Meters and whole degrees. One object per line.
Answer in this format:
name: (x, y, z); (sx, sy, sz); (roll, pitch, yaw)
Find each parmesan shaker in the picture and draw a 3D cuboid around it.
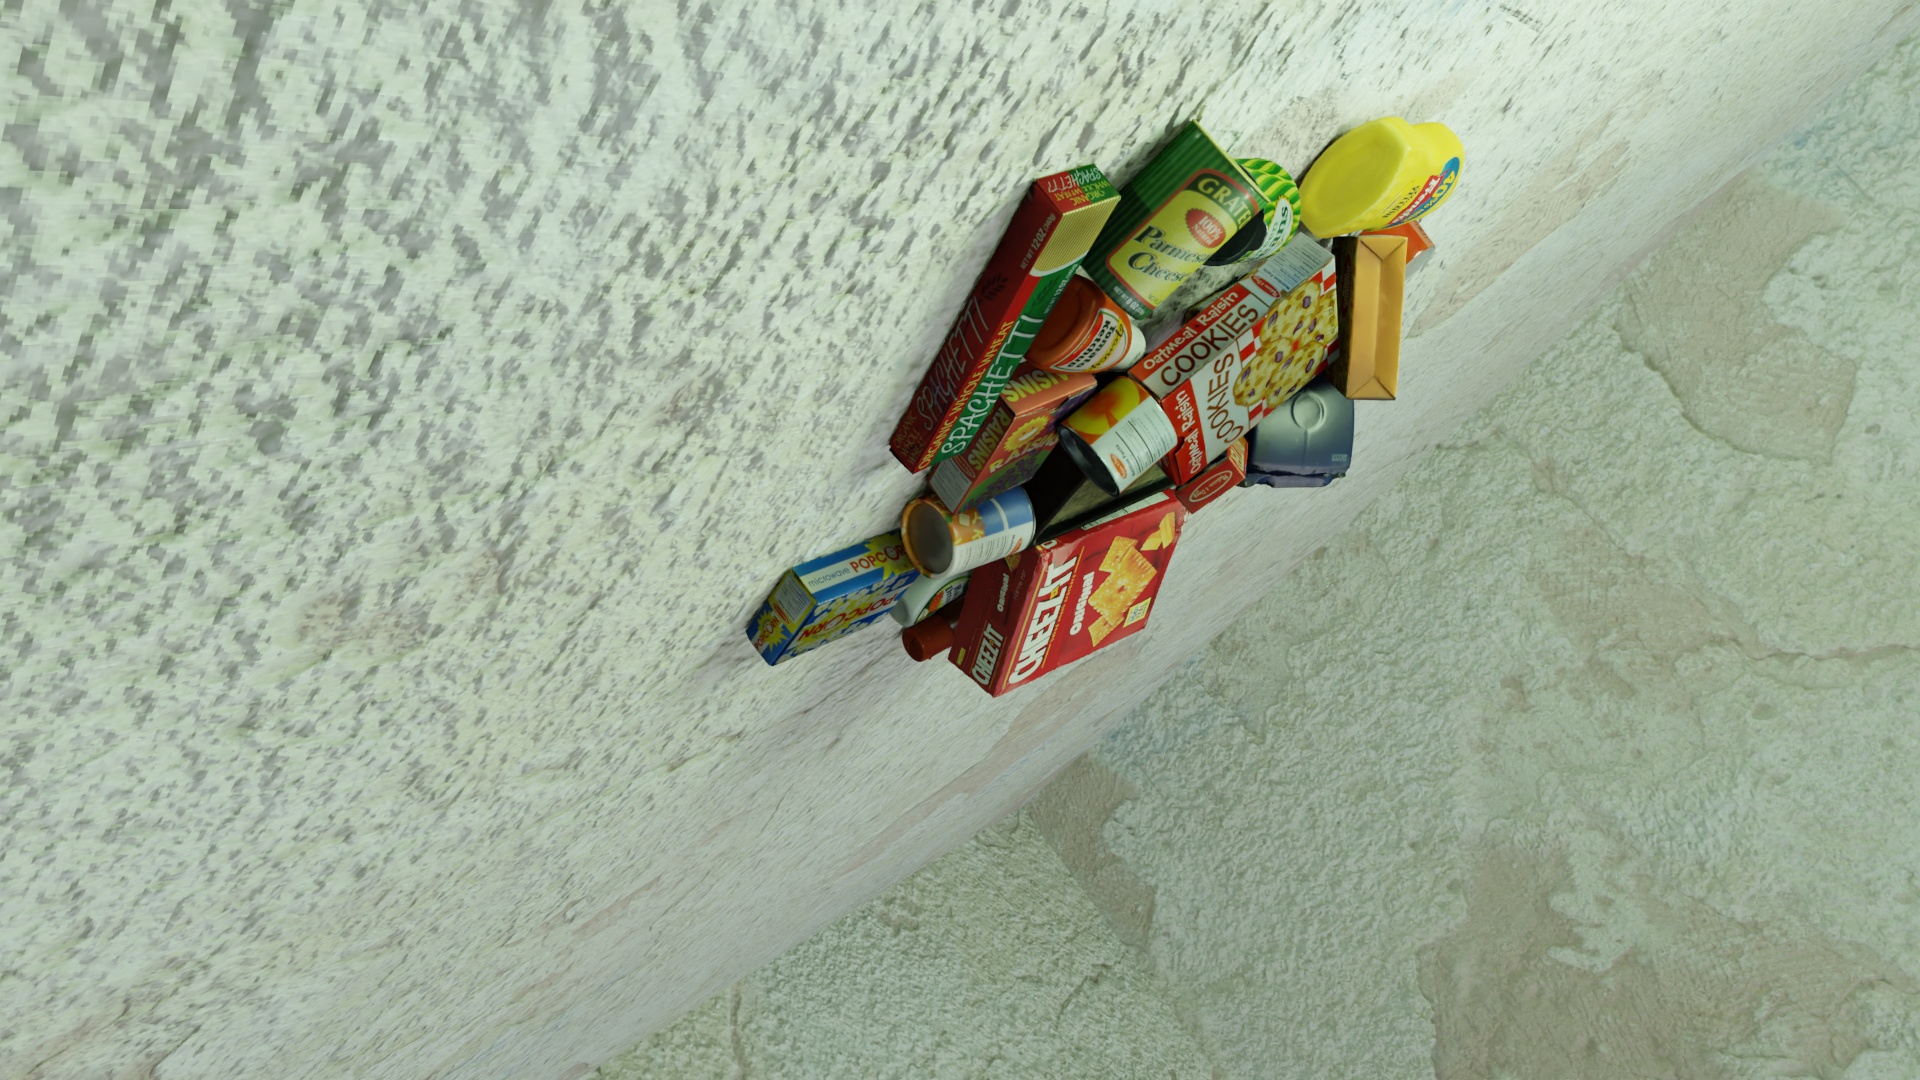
parmesan shaker: (0.124, -0.187, 0.824); (0.103, 0.071, 0.071); (-43, 164, 19)

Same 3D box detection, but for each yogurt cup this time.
yogurt cup: (0.382, -0.260, 1.231); (0.072, 0.054, 0.072); (-35, 165, -11)

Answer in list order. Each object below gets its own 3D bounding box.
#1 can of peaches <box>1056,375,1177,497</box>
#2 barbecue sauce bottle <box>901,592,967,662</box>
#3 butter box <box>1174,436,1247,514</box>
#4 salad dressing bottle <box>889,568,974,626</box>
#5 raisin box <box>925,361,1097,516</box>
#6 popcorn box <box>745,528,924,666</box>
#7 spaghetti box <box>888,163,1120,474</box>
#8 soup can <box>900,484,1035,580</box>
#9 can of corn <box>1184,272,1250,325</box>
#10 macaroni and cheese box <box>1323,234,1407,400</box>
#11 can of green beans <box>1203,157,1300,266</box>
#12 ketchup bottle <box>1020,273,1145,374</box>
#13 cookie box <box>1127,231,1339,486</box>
can of peaches: (0.110, -0.075, 0.987); (0.058, 0.071, 0.071); (-40, 165, -7)
barbecue sauce bottle: (0.009, 0.076, 1.398); (0.149, 0.044, 0.064); (-27, 162, -33)
butter box: (0.202, -0.059, 1.114); (0.053, 0.024, 0.104); (-36, -171, 22)
salad dressing bottle: (0.000, 0.022, 1.216); (0.148, 0.044, 0.064); (-30, 162, -28)
raisin box: (0.036, -0.078, 1.007); (0.086, 0.040, 0.122); (-25, 160, -36)
popcorn box: (-0.094, 0.043, 1.072); (0.127, 0.038, 0.084); (-21, 156, -47)
spaghetti box: (0.020, -0.126, 0.848); (0.050, 0.029, 0.248); (-25, 161, -36)
soup can: (0.004, -0.013, 1.075); (0.084, 0.071, 0.071); (-19, 156, -39)
can of corn: (0.221, -0.169, 1.107); (0.058, 0.071, 0.071); (-32, 164, -16)
macaroni and cheese box: (0.324, -0.184, 1.123); (0.040, 0.123, 0.167); (2, -167, 7)
can of green beans: (0.174, -0.209, 0.881); (0.058, 0.071, 0.071); (-19, 156, -50)
ketchup bottle: (0.086, -0.139, 0.933); (0.064, 0.043, 0.149); (-49, 163, 16)
cookie box: (0.206, -0.131, 1.031); (0.167, 0.040, 0.122); (-39, 149, -7)
